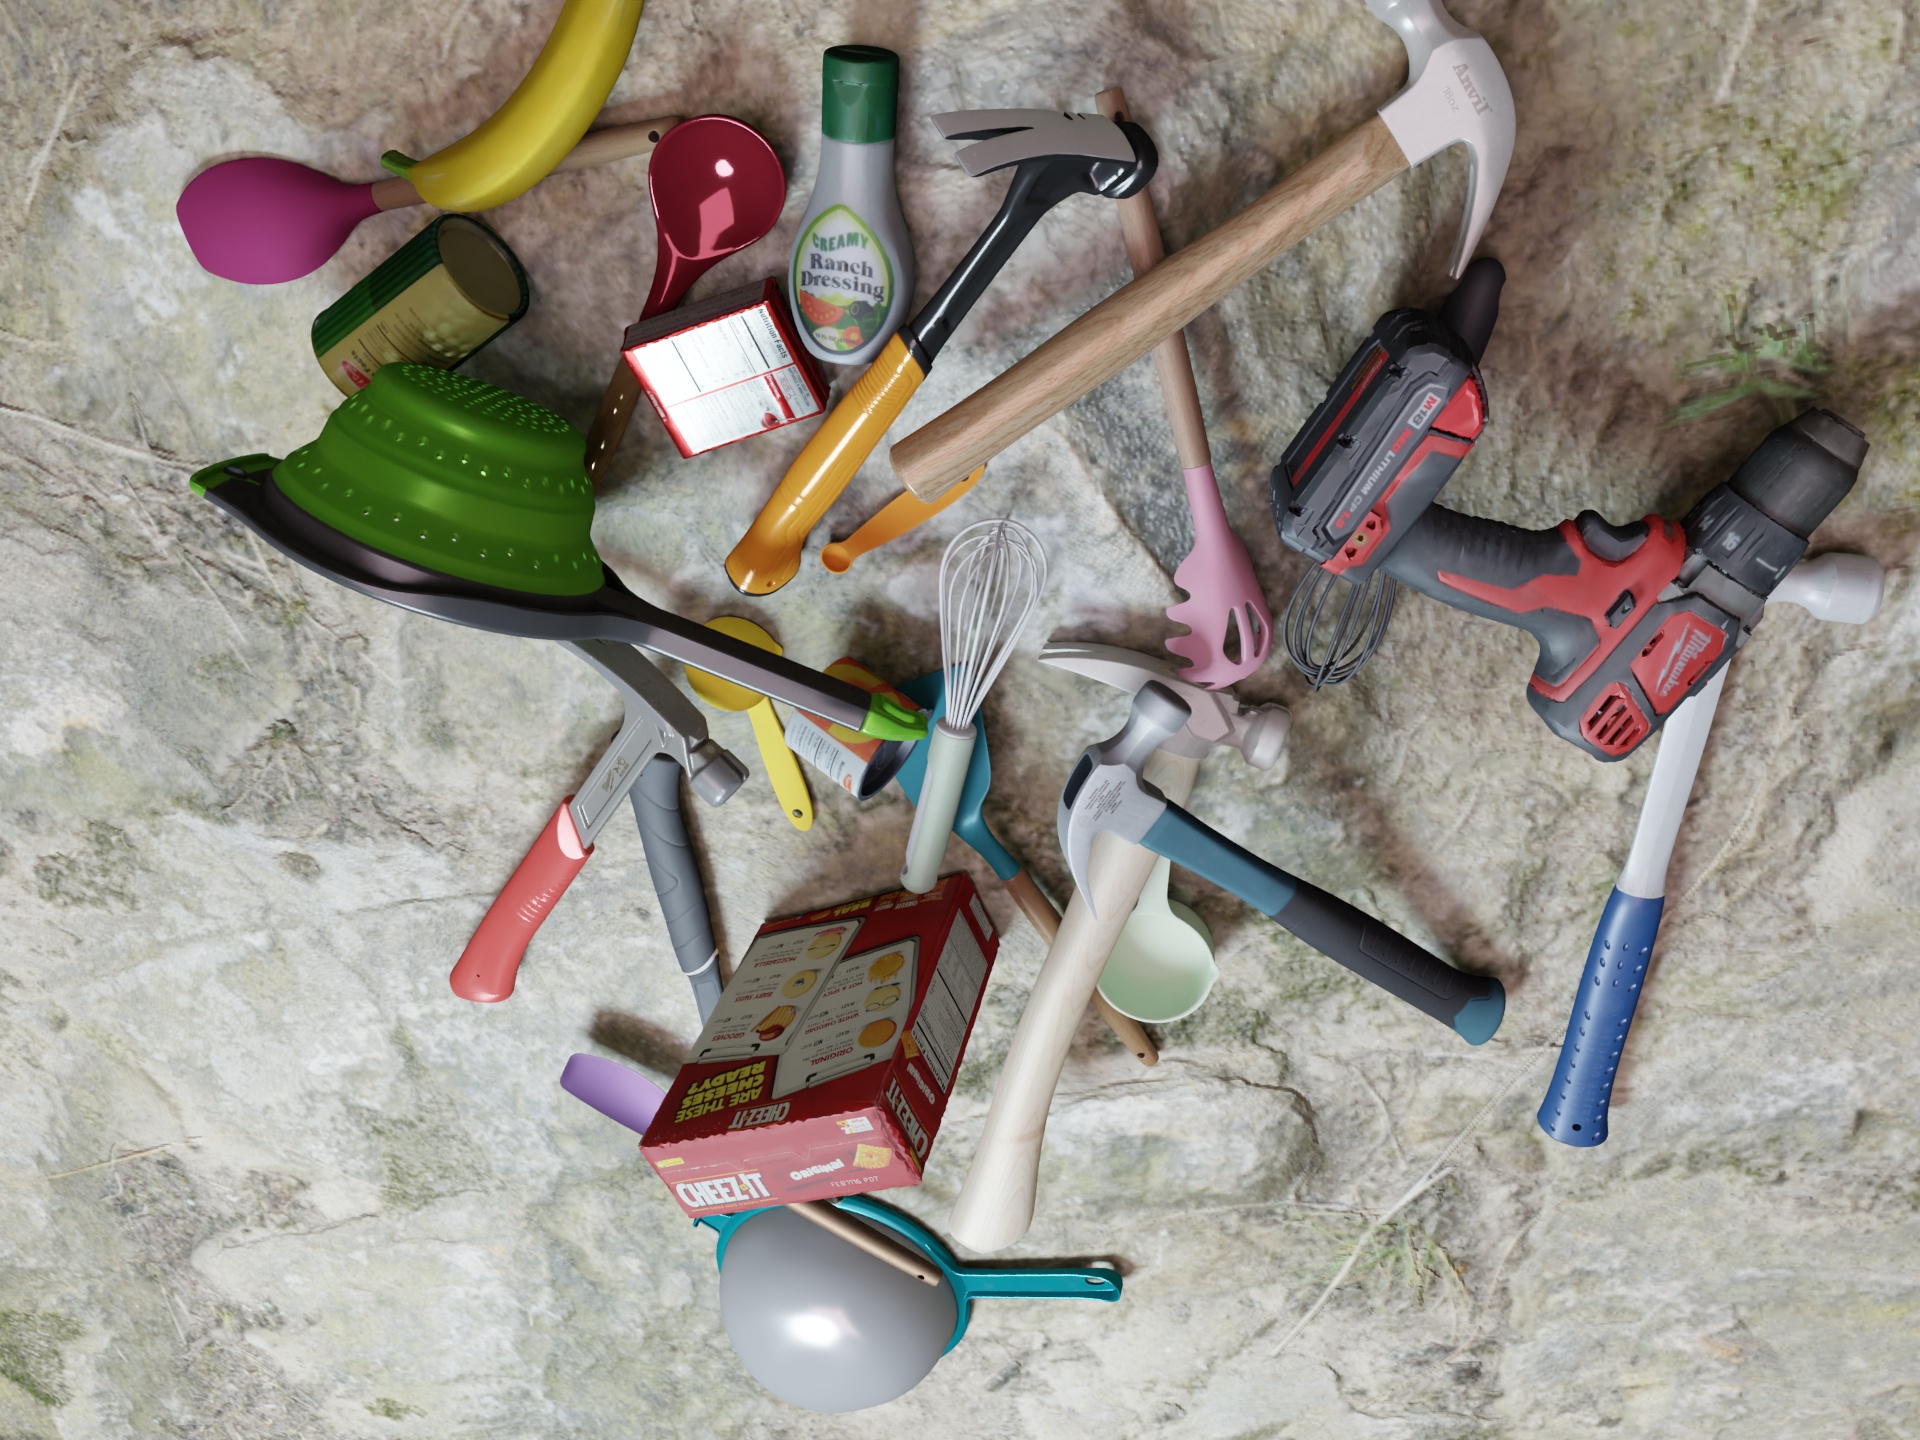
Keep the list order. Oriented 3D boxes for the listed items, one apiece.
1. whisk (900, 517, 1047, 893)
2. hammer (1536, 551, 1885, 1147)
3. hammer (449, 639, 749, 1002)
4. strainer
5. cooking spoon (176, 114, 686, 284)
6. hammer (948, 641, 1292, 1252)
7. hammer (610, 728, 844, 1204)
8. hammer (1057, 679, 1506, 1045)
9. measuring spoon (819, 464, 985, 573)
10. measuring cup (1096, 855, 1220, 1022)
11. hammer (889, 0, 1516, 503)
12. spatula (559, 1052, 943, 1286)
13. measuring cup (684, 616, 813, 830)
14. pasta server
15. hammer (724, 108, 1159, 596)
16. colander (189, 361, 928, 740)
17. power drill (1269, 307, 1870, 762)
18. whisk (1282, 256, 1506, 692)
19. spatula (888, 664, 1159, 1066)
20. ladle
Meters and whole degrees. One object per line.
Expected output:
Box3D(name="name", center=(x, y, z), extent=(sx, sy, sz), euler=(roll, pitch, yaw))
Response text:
Box3D(name="whisk", center=(-0.001, -0.003, 0.913), extent=(0.059, 0.058, 0.246), euler=(10, 117, -8))
Box3D(name="hammer", center=(0.377, 0.084, 0.892), extent=(0.144, 0.035, 0.405), euler=(7, 123, 11))
Box3D(name="hammer", center=(-0.272, 0.082, 1.049), extent=(0.149, 0.037, 0.359), euler=(43, 130, 1))
Box3D(name="strainer", center=(-0.045, 0.462, 1.215), extent=(0.340, 0.095, 0.210), euler=(-9, 119, 22))
Box3D(name="cooking spoon", center=(-0.290, -0.285, 0.851), extent=(0.319, 0.017, 0.068), euler=(-5, 120, 18))
Box3D(name="hammer", center=(0.058, 0.152, 0.968), extent=(0.146, 0.038, 0.410), euler=(20, 111, 4))
Box3D(name="hammer", center=(-0.182, 0.183, 1.112), extent=(0.149, 0.036, 0.408), euler=(1, 121, 16))
Box3D(name="hammer", center=(0.194, 0.105, 0.909), extent=(0.330, 0.033, 0.128), euler=(30, 108, -23))
Box3D(name="measuring spoon", center=(-0.033, -0.117, 0.895), extent=(0.117, 0.011, 0.021), euler=(-30, 110, 26))
Box3D(name="measuring cup", center=(0.121, 0.104, 0.982), extent=(0.083, 0.038, 0.167), euler=(2, 107, 12))
Box3D(name="hammer", center=(0.105, -0.202, 0.754), extent=(0.331, 0.031, 0.130), euler=(-32, 103, 22))
Box3D(name="spatula", center=(-0.151, 0.330, 1.162), extent=(0.316, 0.018, 0.059), euler=(30, 124, -1))
Box3D(name="measuring cup", center=(-0.125, 0.010, 0.987), extent=(0.062, 0.029, 0.156), euler=(-9, 117, 21))
Box3D(name="pasta server", center=(0.110, -0.157, 0.809), extent=(0.060, 0.040, 0.316), euler=(-24, 112, -17))
Box3D(name="hammer", center=(-0.041, -0.168, 0.801), extent=(0.336, 0.127, 0.034), euler=(-45, 70, 42))
Box3D(name="colander", center=(-0.188, -0.097, 0.848), extent=(0.397, 0.205, 0.094), euler=(22, 105, -8))
Box3D(name="power drill", center=(0.280, -0.102, 0.737), extent=(0.226, 0.080, 0.188), euler=(30, 115, -9))
Box3D(name="whisk", center=(0.220, -0.118, 0.804), extent=(0.055, 0.055, 0.238), euler=(19, 120, 3))
Box3D(name="spatula", center=(0.048, 0.106, 1.007), extent=(0.082, 0.044, 0.317), euler=(-22, 118, 27))
Box3D(name="ladle", center=(-0.177, -0.195, 0.873), extent=(0.069, 0.031, 0.315), euler=(24, 128, -15))
